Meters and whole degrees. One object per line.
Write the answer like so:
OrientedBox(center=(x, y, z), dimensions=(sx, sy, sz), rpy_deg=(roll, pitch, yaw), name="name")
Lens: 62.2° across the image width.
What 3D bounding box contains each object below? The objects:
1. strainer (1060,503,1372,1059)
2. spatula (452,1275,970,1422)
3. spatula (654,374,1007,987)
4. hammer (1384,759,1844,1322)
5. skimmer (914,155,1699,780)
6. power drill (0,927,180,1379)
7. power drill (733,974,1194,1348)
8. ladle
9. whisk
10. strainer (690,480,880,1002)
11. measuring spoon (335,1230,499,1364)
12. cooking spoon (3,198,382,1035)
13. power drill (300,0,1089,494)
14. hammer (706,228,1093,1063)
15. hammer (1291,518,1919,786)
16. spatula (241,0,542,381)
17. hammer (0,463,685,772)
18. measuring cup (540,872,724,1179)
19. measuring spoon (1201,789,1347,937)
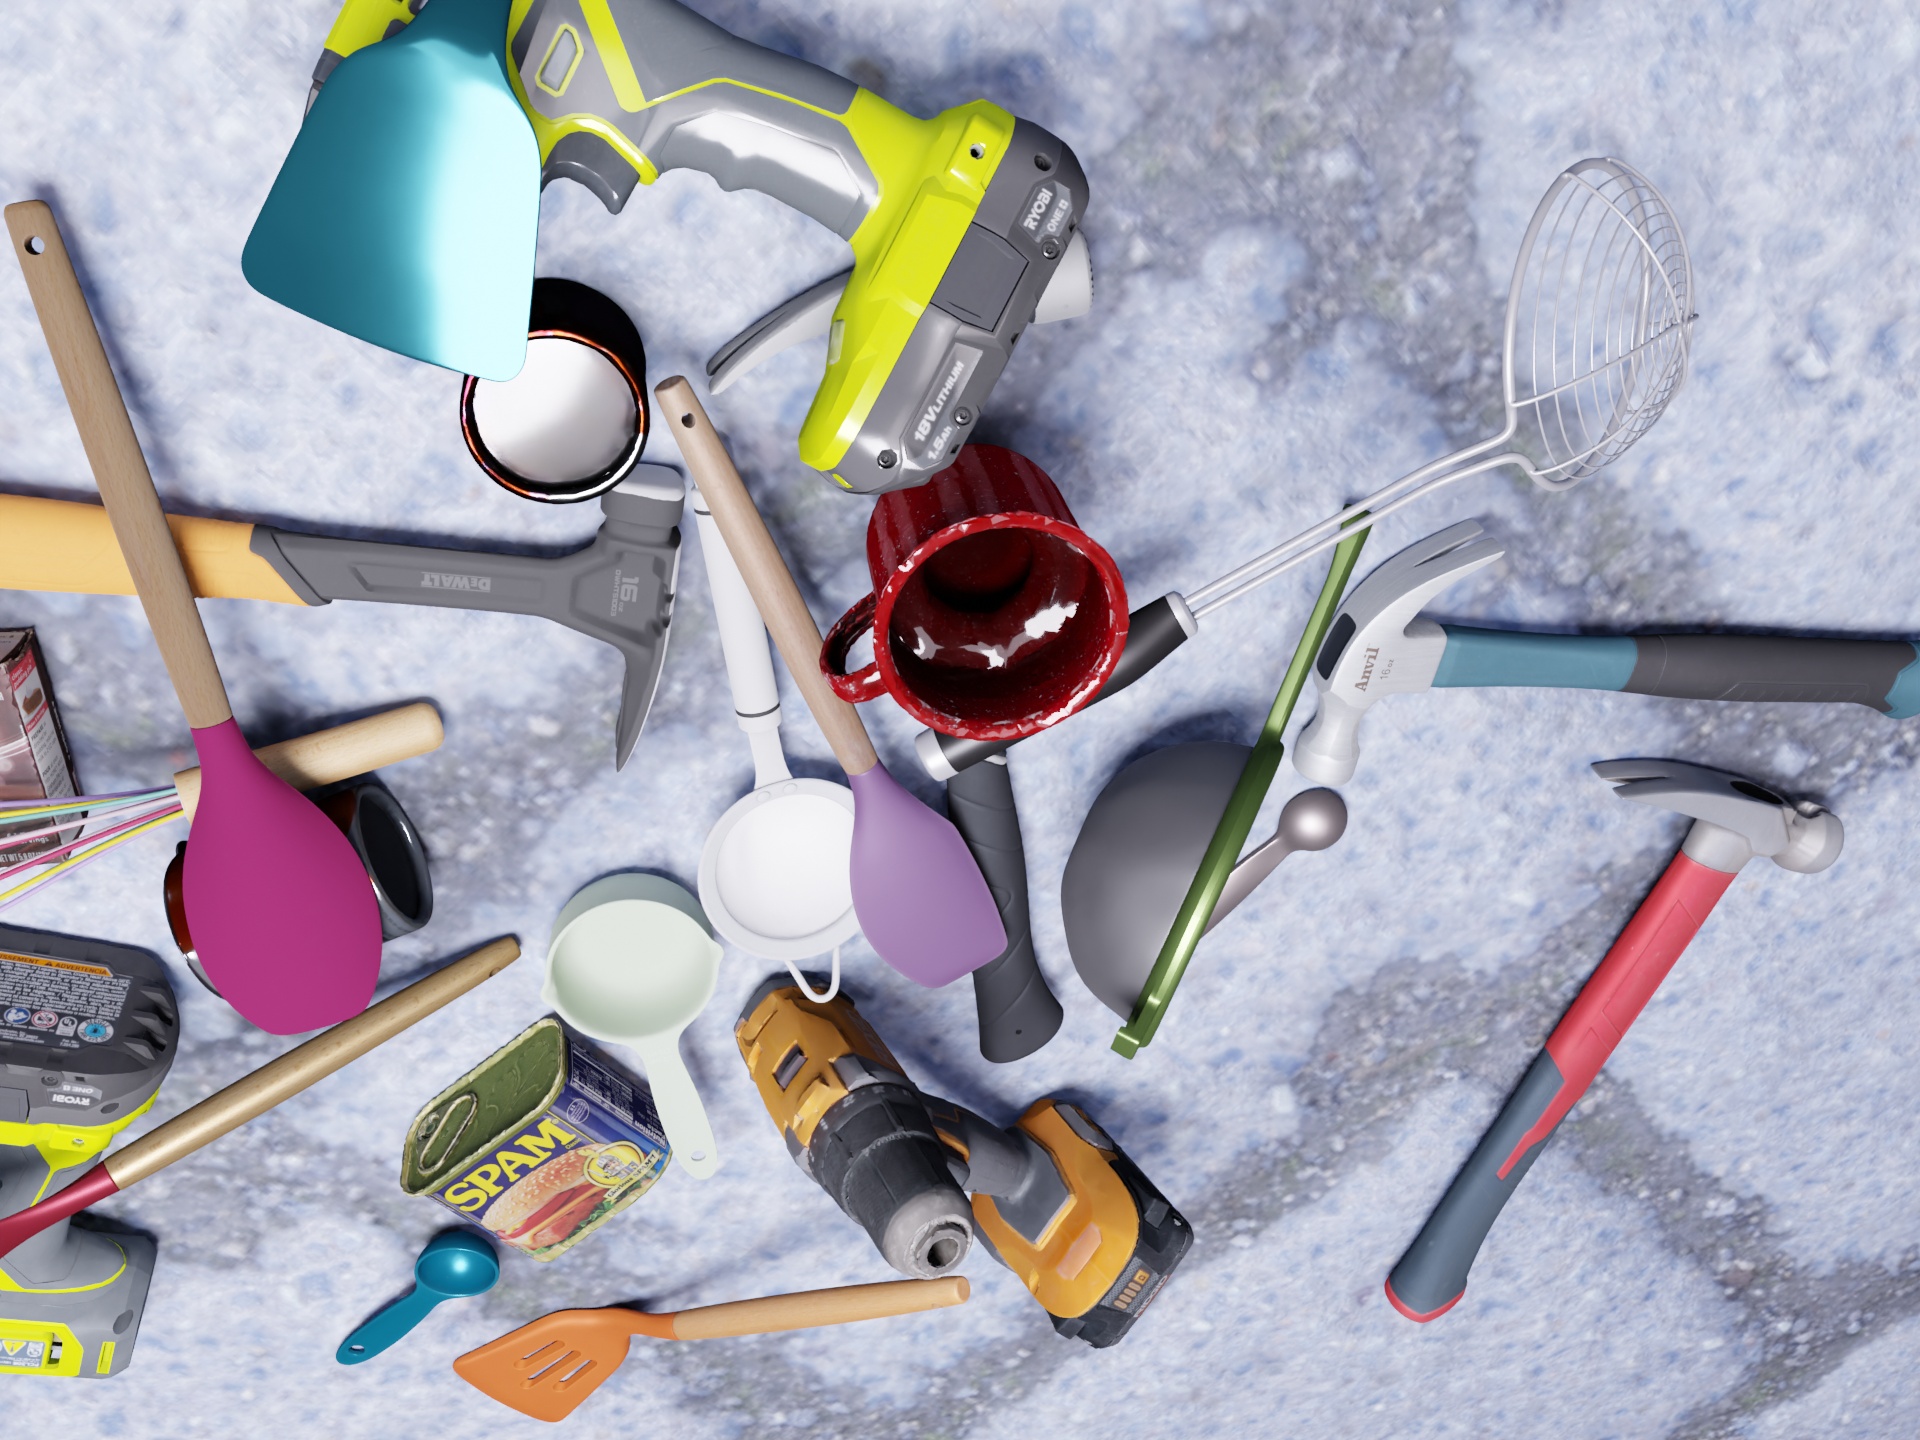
OrientedBox(center=(0.104, 0.017, 0.707), dimensions=(0.069, 0.151, 0.256), rpy_deg=(23, 96, 10), name="strainer")
OrientedBox(center=(-0.129, 0.319, 0.821), dimensions=(0.322, 0.041, 0.081), rpy_deg=(-20, 128, 32), name="spatula")
OrientedBox(center=(-0.053, 0.000, 0.657), dimensions=(0.060, 0.018, 0.315), rpy_deg=(-27, 123, -5), name="spatula")
OrientedBox(center=(0.325, 0.193, 0.889), dimensions=(0.143, 0.038, 0.386), rpy_deg=(13, 117, -19), name="hammer")
OrientedBox(center=(0.135, -0.091, 0.650), dimensions=(0.363, 0.090, 0.127), rpy_deg=(-30, 133, 10), name="skimmer")
OrientedBox(center=(-0.448, 0.199, 0.694), dimensions=(0.190, 0.080, 0.228), rpy_deg=(14, 120, -22), name="power drill")
OrientedBox(center=(0.010, 0.218, 0.747), dimensions=(0.226, 0.185, 0.084), rpy_deg=(36, 91, -32), name="power drill")
OrientedBox(center=(-0.325, 0.174, 0.659), dimensions=(0.315, 0.031, 0.069), rpy_deg=(-30, 155, -26), name="ladle")
OrientedBox(center=(-0.320, 0.041, 0.608), dimensions=(0.245, 0.047, 0.051), rpy_deg=(-19, 123, -25), name="whisk")
OrientedBox(center=(-0.084, 0.003, 0.679), dimensions=(0.087, 0.050, 0.258), rpy_deg=(-15, 118, -14), name="strainer")
OrientedBox(center=(-0.287, 0.301, 0.833), dimensions=(0.042, 0.021, 0.128), rpy_deg=(37, 116, -28), name="measuring spoon")
OrientedBox(center=(-0.280, -0.023, 0.576), dimensions=(0.068, 0.017, 0.318), rpy_deg=(-15, 111, -13), name="cooking spoon")
OrientedBox(center=(-0.088, -0.171, 0.513), dimensions=(0.223, 0.080, 0.171), rpy_deg=(27, 92, -16), name="power drill")
OrientedBox(center=(-0.001, -0.002, 0.696), dimensions=(0.149, 0.036, 0.408), rpy_deg=(-12, 123, -4), name="hammer")
OrientedBox(center=(0.326, -0.026, 0.757), dimensions=(0.331, 0.033, 0.128), rpy_deg=(1, 122, -14), name="hammer")
OrientedBox(center=(-0.115, -0.259, 0.450), dimensions=(0.082, 0.044, 0.317), rpy_deg=(19, 88, -11), name="spatula")
OrientedBox(center=(-0.279, -0.054, 0.602), dimensions=(0.336, 0.034, 0.127), rpy_deg=(5, 119, -16), name="hammer")
OrientedBox(center=(-0.141, 0.144, 0.745), dimensions=(0.083, 0.038, 0.167), rpy_deg=(-14, 119, -5), name="measuring cup")
OrientedBox(center=(0.144, 0.082, 0.790), dimensions=(0.034, 0.018, 0.124), rpy_deg=(36, 108, -29), name="measuring spoon")
